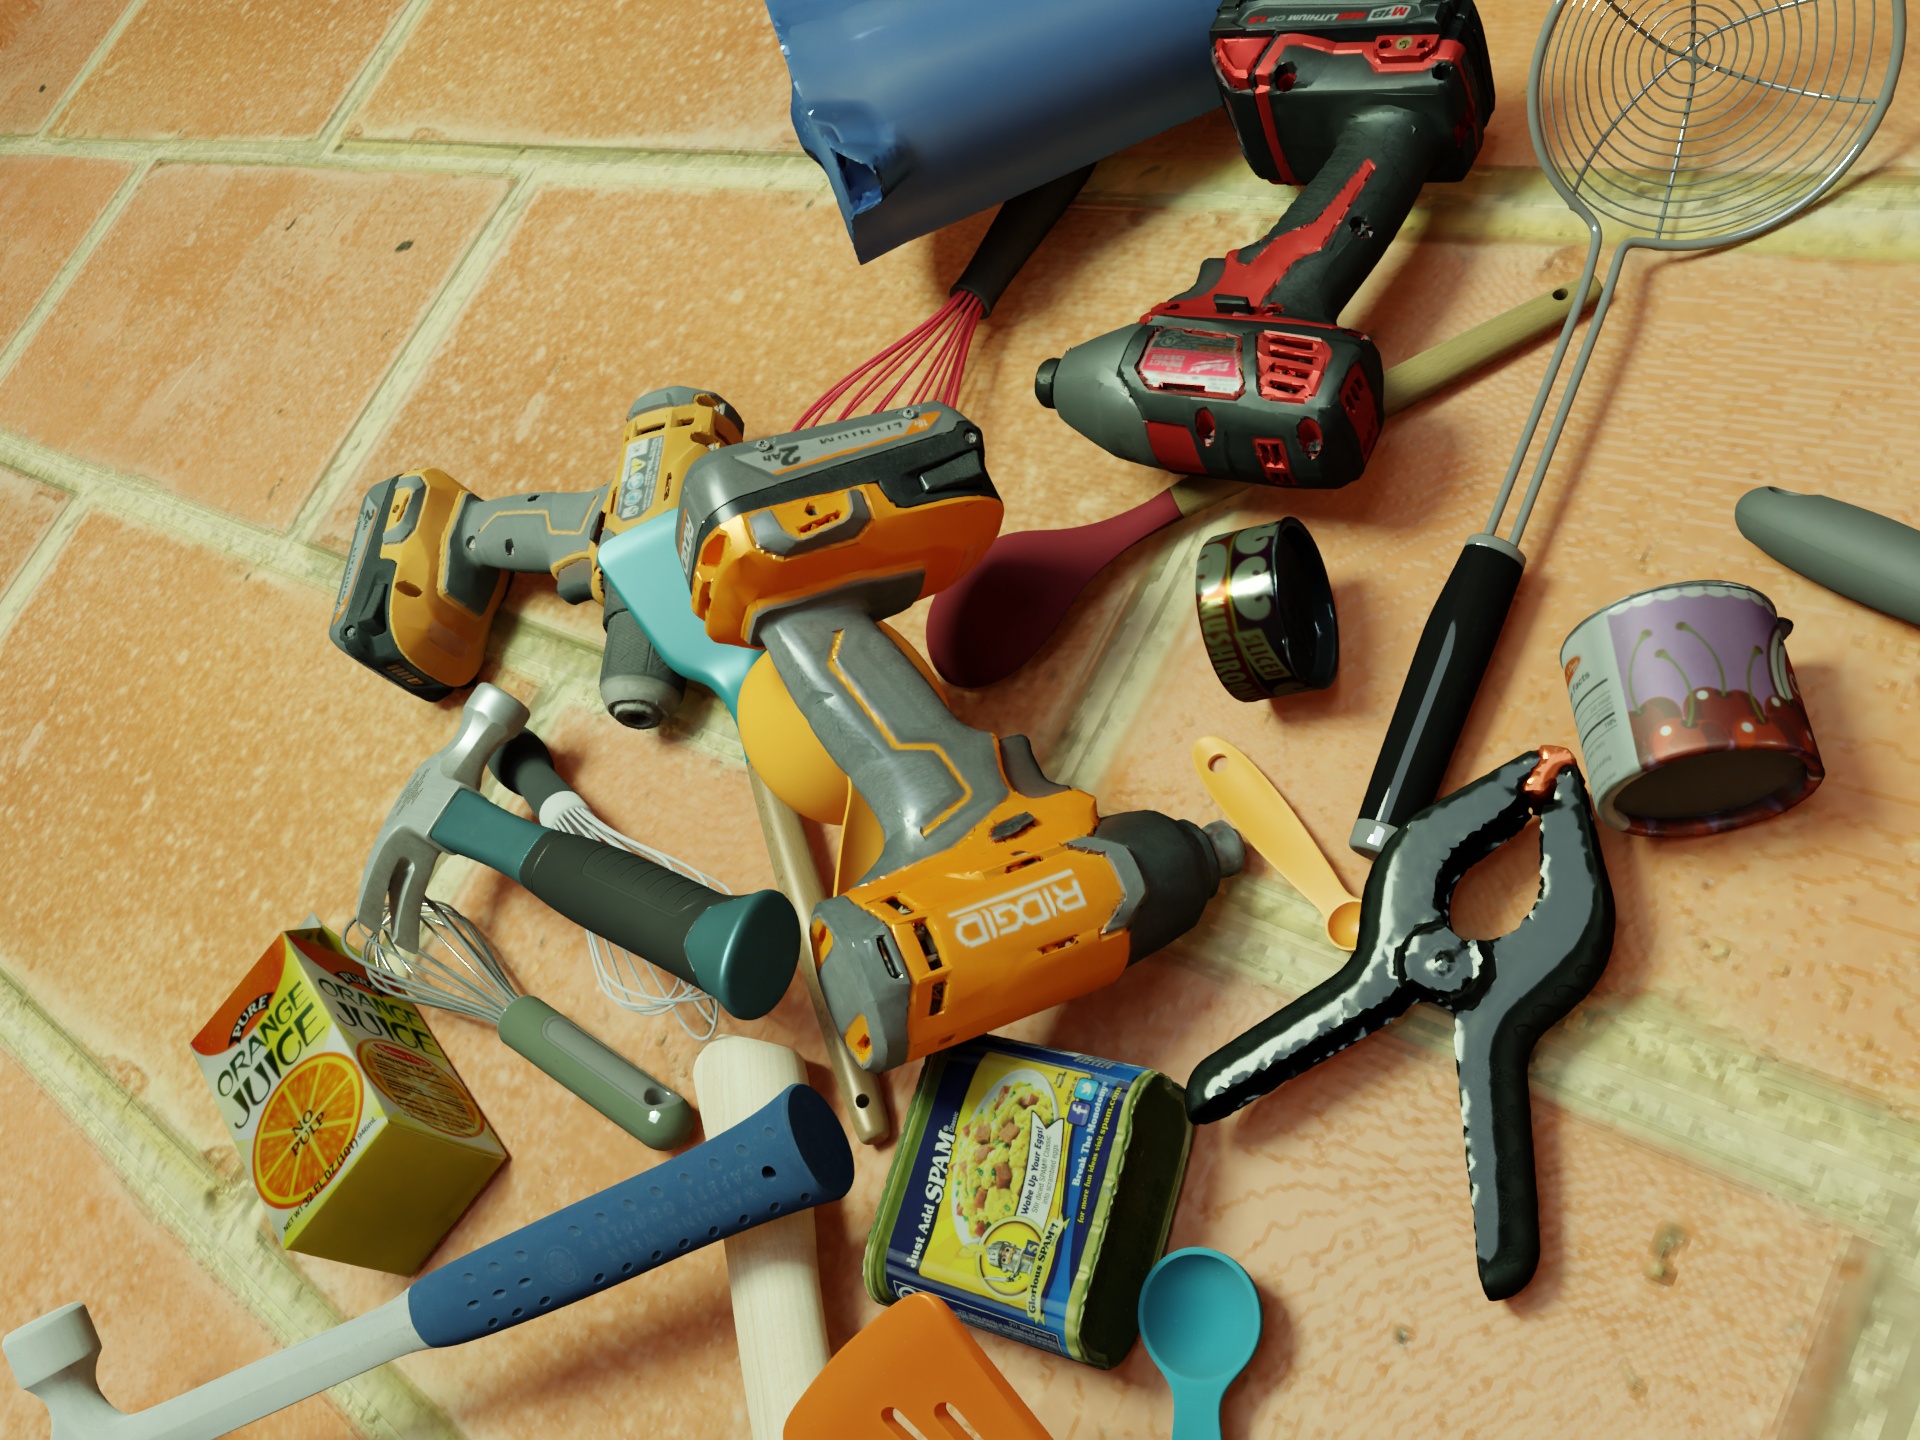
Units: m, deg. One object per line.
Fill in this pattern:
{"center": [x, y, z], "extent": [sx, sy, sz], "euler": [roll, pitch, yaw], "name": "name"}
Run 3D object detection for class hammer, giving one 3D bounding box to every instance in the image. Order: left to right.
{"center": [-0.213, 0.241, 0.621], "extent": [0.405, 0.035, 0.144], "euler": [-28, 86, 20], "name": "hammer"}
{"center": [-0.164, 0.059, 0.655], "extent": [0.331, 0.033, 0.128], "euler": [11, 66, 51], "name": "hammer"}
{"center": [-0.050, 0.284, 0.522], "extent": [0.146, 0.038, 0.411], "euler": [-42, 42, 20], "name": "hammer"}

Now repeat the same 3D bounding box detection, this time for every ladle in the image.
{"center": [0.115, -0.102, 0.666], "extent": [0.315, 0.031, 0.069], "euler": [-27, 56, 16], "name": "ladle"}

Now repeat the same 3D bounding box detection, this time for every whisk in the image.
{"center": [-0.207, 0.133, 0.732], "extent": [0.246, 0.057, 0.059], "euler": [22, 112, 36], "name": "whisk"}
{"center": [-0.171, 0.060, 0.738], "extent": [0.070, 0.070, 0.285], "euler": [-52, 40, -3], "name": "whisk"}
{"center": [-0.004, -0.191, 0.781], "extent": [0.073, 0.073, 0.296], "euler": [16, 67, 39], "name": "whisk"}
{"center": [0.327, -0.017, 0.460], "extent": [0.055, 0.055, 0.239], "euler": [-48, 44, 1], "name": "whisk"}

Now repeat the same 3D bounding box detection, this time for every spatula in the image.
{"center": [-0.085, 0.034, 0.694], "extent": [0.082, 0.044, 0.318], "euler": [-22, 57, 0], "name": "spatula"}
{"center": [0.062, 0.303, 0.414], "extent": [0.081, 0.041, 0.323], "euler": [-51, 58, 22], "name": "spatula"}

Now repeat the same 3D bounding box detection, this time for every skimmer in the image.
{"center": [0.222, -0.120, 0.560], "extent": [0.127, 0.090, 0.363], "euler": [25, 80, -4], "name": "skimmer"}

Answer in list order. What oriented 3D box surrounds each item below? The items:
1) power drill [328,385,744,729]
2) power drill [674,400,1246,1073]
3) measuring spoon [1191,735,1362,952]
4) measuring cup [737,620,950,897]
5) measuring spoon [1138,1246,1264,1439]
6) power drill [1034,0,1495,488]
{"center": [-0.222, -0.069, 0.841], "extent": [0.226, 0.084, 0.185], "euler": [-10, 60, 24], "name": "power drill"}
{"center": [-0.001, -0.002, 0.590], "extent": [0.164, 0.084, 0.227], "euler": [-17, 71, -21], "name": "power drill"}
{"center": [0.119, 0.044, 0.589], "extent": [0.021, 0.011, 0.117], "euler": [-38, 45, 5], "name": "measuring spoon"}
{"center": [-0.053, 0.033, 0.648], "extent": [0.052, 0.095, 0.174], "euler": [-35, 38, 37], "name": "measuring cup"}
{"center": [0.078, 0.234, 0.502], "extent": [0.042, 0.021, 0.129], "euler": [-8, 69, 30], "name": "measuring spoon"}
{"center": [0.126, -0.197, 0.657], "extent": [0.143, 0.078, 0.220], "euler": [13, 69, 33], "name": "power drill"}
